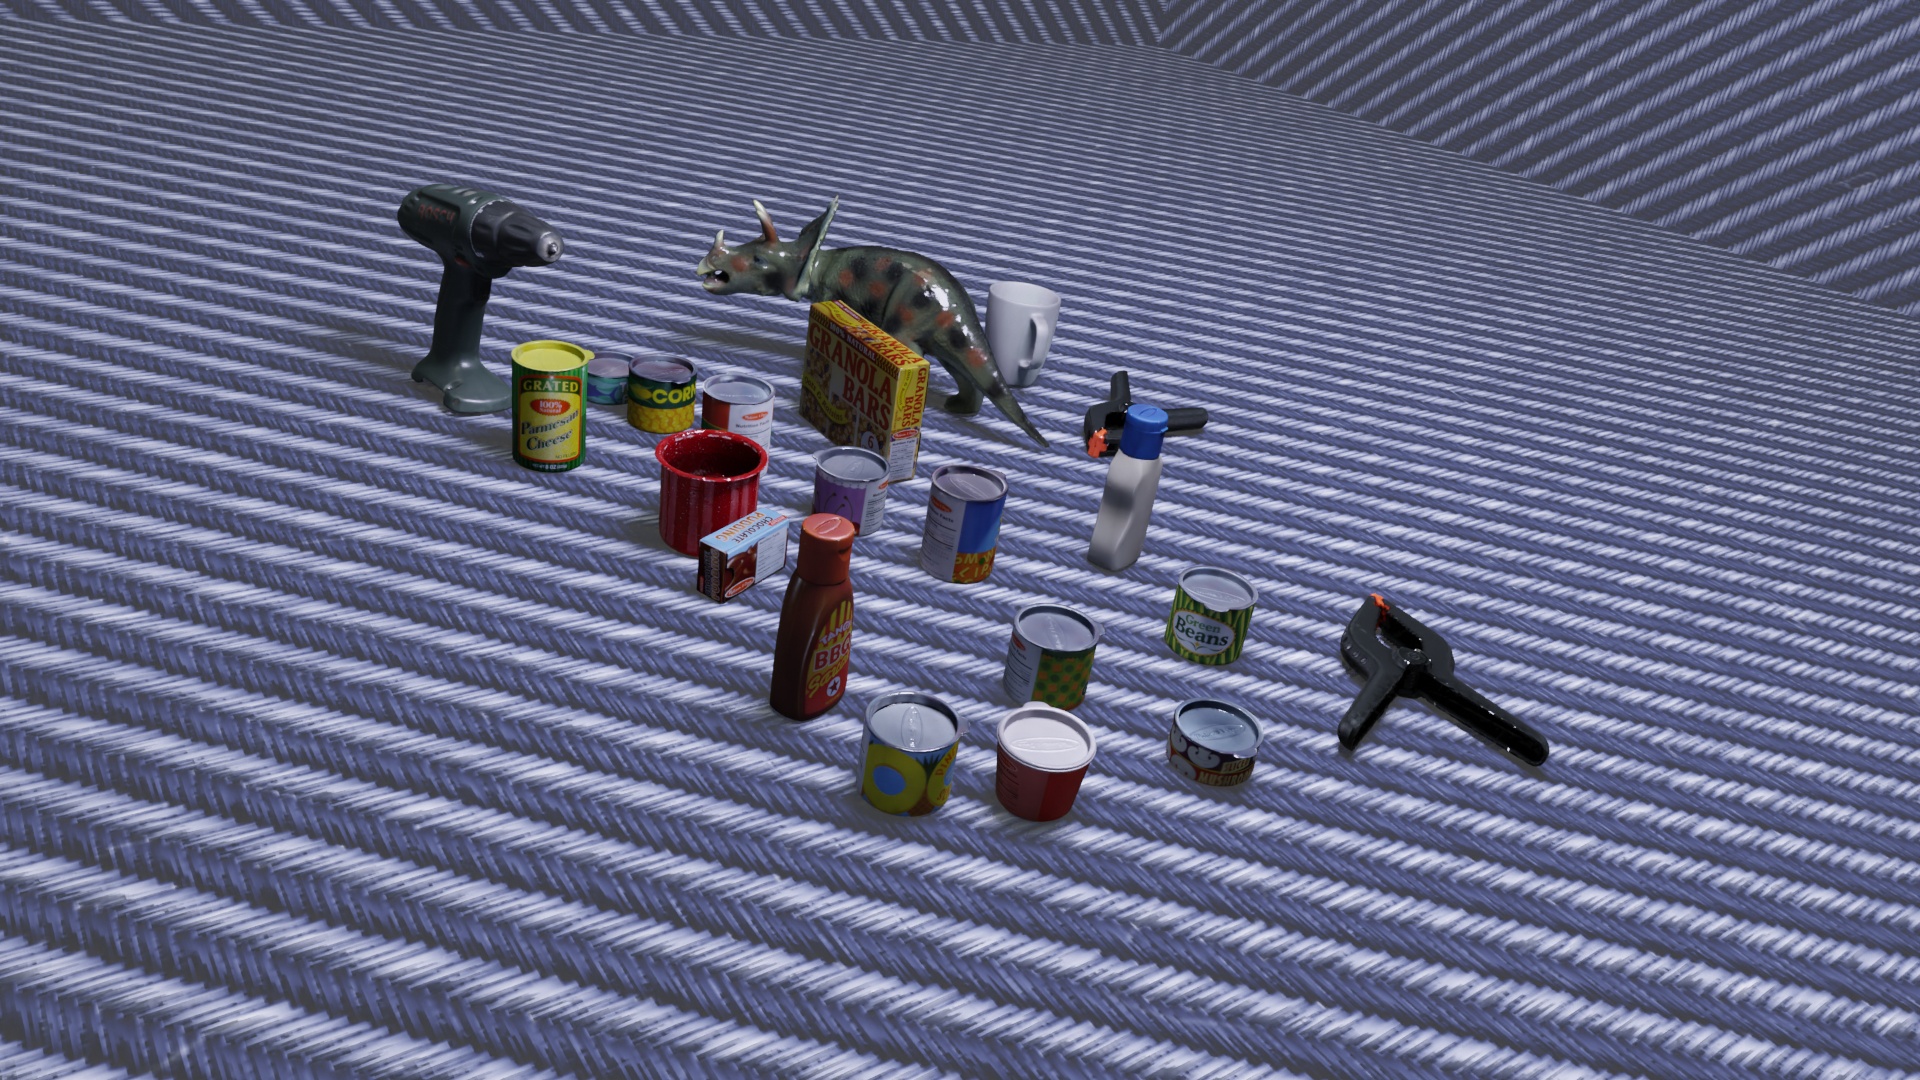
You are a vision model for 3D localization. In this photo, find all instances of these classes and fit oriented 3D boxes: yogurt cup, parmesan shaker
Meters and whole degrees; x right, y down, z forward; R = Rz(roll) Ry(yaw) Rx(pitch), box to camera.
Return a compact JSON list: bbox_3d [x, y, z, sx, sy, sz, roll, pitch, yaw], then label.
[{"bbox_3d":[0.055,0.154,0.947,0.072,0.053,0.073,7,29,-4],"label":"yogurt cup"},{"bbox_3d":[-0.368,-0.120,1.253,0.071,0.102,0.071,7,29,-4],"label":"parmesan shaker"}]

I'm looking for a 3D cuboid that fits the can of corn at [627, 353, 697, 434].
[{"bbox_3d":[-0.291,-0.143,1.361,0.071,0.058,0.071,7,29,-4],"label":"can of corn"}]

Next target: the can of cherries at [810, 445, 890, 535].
[{"bbox_3d":[-0.101,-0.045,1.246,0.071,0.058,0.072,7,29,-4],"label":"can of cherries"}]

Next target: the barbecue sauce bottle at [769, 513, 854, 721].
[{"bbox_3d":[-0.101,0.053,0.982,0.044,0.147,0.065,24,32,24],"label":"barbecue sauce bottle"}]

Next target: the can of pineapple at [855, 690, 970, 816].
[{"bbox_3d":[-0.033,0.144,0.934,0.071,0.057,0.071,7,29,-4],"label":"can of pineapple"}]

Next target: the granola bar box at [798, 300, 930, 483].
[{"bbox_3d":[-0.096,-0.147,1.360,0.039,0.123,0.166,-13,36,-34],"label":"granola bar box"}]

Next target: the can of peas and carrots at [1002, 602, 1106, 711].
[{"bbox_3d":[0.071,0.089,1.061,0.071,0.058,0.071,7,29,-4],"label":"can of peas and carrots"}]

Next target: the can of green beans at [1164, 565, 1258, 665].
[{"bbox_3d":[0.207,0.062,1.150,0.071,0.057,0.071,7,29,-4],"label":"can of green beans"}]

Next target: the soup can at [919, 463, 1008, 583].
[{"bbox_3d":[0.004,-0.015,1.199,0.071,0.083,0.072,7,29,-4],"label":"soup can"}]

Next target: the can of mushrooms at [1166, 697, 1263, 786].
[{"bbox_3d":[0.187,0.149,1.017,0.071,0.033,0.071,7,29,-4],"label":"can of mushrooms"}]

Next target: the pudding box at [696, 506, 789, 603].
[{"bbox_3d":[-0.177,0.011,1.134,0.030,0.049,0.084,23,32,23],"label":"pudding box"}]

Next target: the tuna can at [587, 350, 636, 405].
[{"bbox_3d":[-0.353,-0.164,1.405,0.071,0.032,0.071,7,29,-4],"label":"tuna can"}]

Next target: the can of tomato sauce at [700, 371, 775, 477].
[{"bbox_3d":[-0.210,-0.106,1.295,0.071,0.082,0.071,7,29,-4],"label":"can of tomato sauce"}]

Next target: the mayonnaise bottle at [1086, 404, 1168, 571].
[{"bbox_3d":[0.151,-0.048,1.234,0.041,0.147,0.065,25,32,25],"label":"mayonnaise bottle"}]
